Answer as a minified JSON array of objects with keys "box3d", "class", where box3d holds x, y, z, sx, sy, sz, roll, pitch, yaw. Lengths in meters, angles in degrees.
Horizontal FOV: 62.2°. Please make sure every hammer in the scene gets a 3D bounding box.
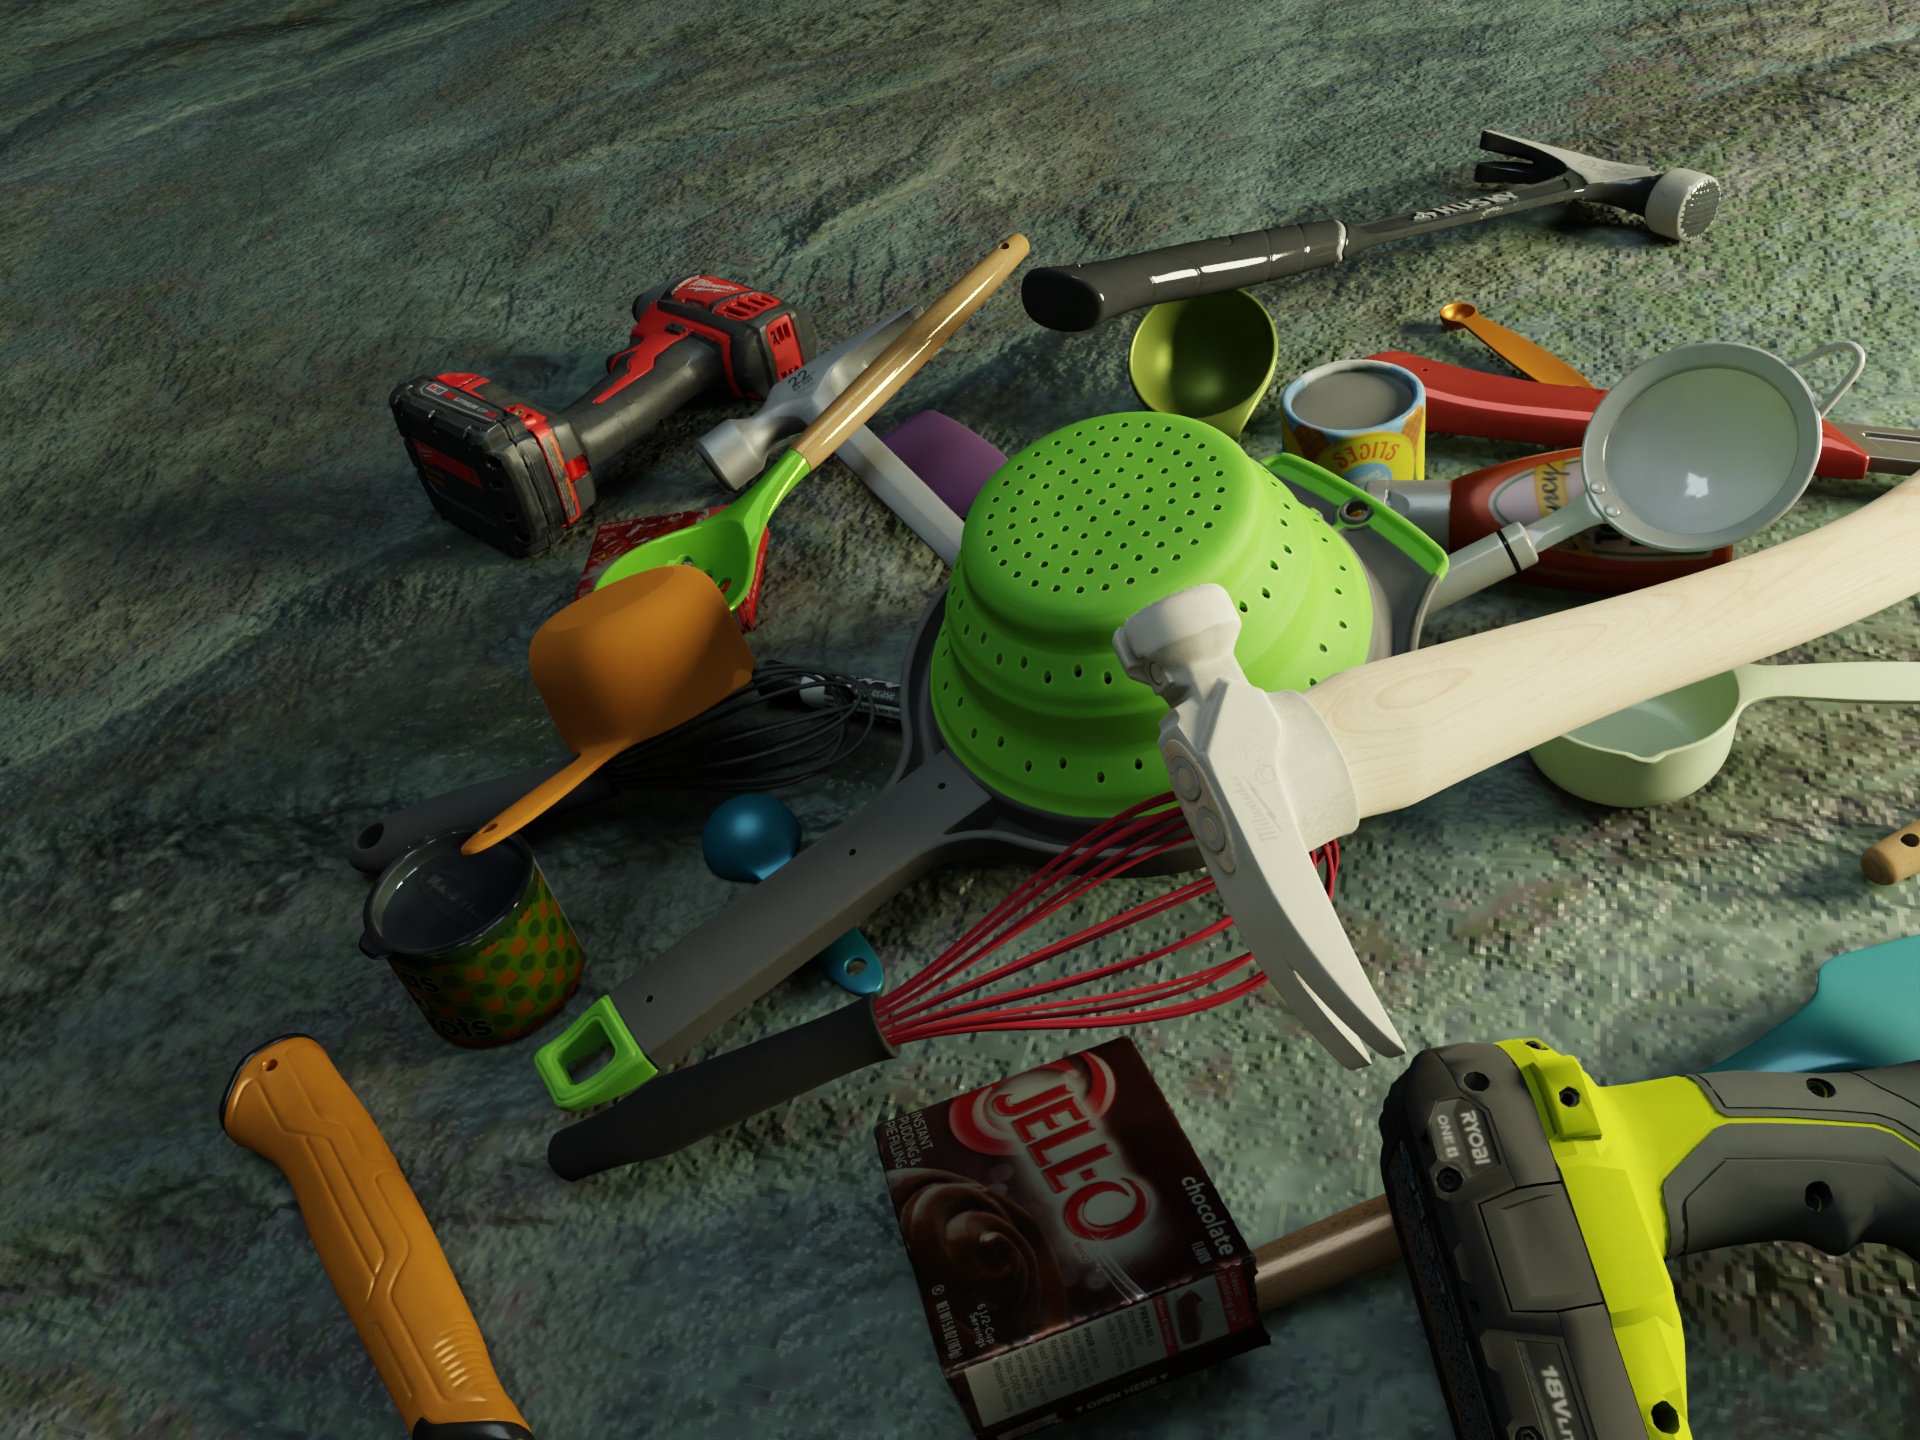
[{"box3d":[0.210,-0.260,0.843,0.409,0.036,0.149,-19,38,-26],"class":"hammer"},{"box3d":[-0.153,0.200,0.494,0.127,0.034,0.337,-34,44,-20],"class":"hammer"},{"box3d":[0.254,-0.025,0.533,0.410,0.038,0.146,-19,76,-22],"class":"hammer"},{"box3d":[0.351,-0.122,0.713,0.359,0.036,0.149,13,48,27],"class":"hammer"},{"box3d":[0.009,-0.080,0.747,0.144,0.035,0.406,-37,46,-4],"class":"hammer"}]

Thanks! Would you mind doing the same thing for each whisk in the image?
[{"box3d":[-0.152,0.026,0.686,0.239,0.055,0.055,-18,41,3],"class":"whisk"},{"box3d":[-0.008,0.094,0.532,0.296,0.073,0.073,-24,40,8],"class":"whisk"}]

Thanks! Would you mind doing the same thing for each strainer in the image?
[{"box3d":[0.234,-0.075,0.646,0.258,0.050,0.087,-27,62,18],"class":"strainer"}]

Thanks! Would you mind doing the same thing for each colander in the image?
[{"box3d":[-0.001,-0.002,0.588,0.397,0.094,0.205,-36,48,-10],"class":"colander"}]

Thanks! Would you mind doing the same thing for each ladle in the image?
[{"box3d":[0.120,-0.108,0.732,0.078,0.062,0.320,-14,37,15],"class":"ladle"}]

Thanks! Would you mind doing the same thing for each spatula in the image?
[{"box3d":[0.191,0.136,0.480,0.317,0.044,0.082,-21,42,-1],"class":"spatula"},{"box3d":[0.045,-0.085,0.771,0.060,0.018,0.316,-36,44,-12],"class":"spatula"}]

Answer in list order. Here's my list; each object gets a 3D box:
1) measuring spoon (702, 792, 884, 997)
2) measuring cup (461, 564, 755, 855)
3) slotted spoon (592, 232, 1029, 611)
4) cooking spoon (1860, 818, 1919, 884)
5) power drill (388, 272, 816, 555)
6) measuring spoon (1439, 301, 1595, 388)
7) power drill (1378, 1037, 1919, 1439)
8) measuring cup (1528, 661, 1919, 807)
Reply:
[{"box3d":[-0.066,0.065,0.630,0.042,0.021,0.129,-30,42,-17],"class":"measuring spoon"},{"box3d":[-0.152,-0.010,0.633,0.095,0.052,0.174,-11,22,29],"class":"measuring cup"},{"box3d":[-0.062,-0.144,0.787,0.070,0.031,0.314,29,65,28],"class":"slotted spoon"},{"box3d":[0.454,-0.012,0.572,0.319,0.017,0.069,-24,51,-11],"class":"cooking spoon"},{"box3d":[-0.206,-0.193,0.923,0.143,0.078,0.220,27,53,38],"class":"power drill"},{"box3d":[0.289,-0.189,0.827,0.021,0.011,0.117,-24,45,-12],"class":"measuring spoon"},{"box3d":[0.239,0.145,0.398,0.228,0.080,0.191,-12,61,3],"class":"power drill"},{"box3d":[0.296,-0.001,0.592,0.167,0.038,0.083,-1,42,12],"class":"measuring cup"}]
